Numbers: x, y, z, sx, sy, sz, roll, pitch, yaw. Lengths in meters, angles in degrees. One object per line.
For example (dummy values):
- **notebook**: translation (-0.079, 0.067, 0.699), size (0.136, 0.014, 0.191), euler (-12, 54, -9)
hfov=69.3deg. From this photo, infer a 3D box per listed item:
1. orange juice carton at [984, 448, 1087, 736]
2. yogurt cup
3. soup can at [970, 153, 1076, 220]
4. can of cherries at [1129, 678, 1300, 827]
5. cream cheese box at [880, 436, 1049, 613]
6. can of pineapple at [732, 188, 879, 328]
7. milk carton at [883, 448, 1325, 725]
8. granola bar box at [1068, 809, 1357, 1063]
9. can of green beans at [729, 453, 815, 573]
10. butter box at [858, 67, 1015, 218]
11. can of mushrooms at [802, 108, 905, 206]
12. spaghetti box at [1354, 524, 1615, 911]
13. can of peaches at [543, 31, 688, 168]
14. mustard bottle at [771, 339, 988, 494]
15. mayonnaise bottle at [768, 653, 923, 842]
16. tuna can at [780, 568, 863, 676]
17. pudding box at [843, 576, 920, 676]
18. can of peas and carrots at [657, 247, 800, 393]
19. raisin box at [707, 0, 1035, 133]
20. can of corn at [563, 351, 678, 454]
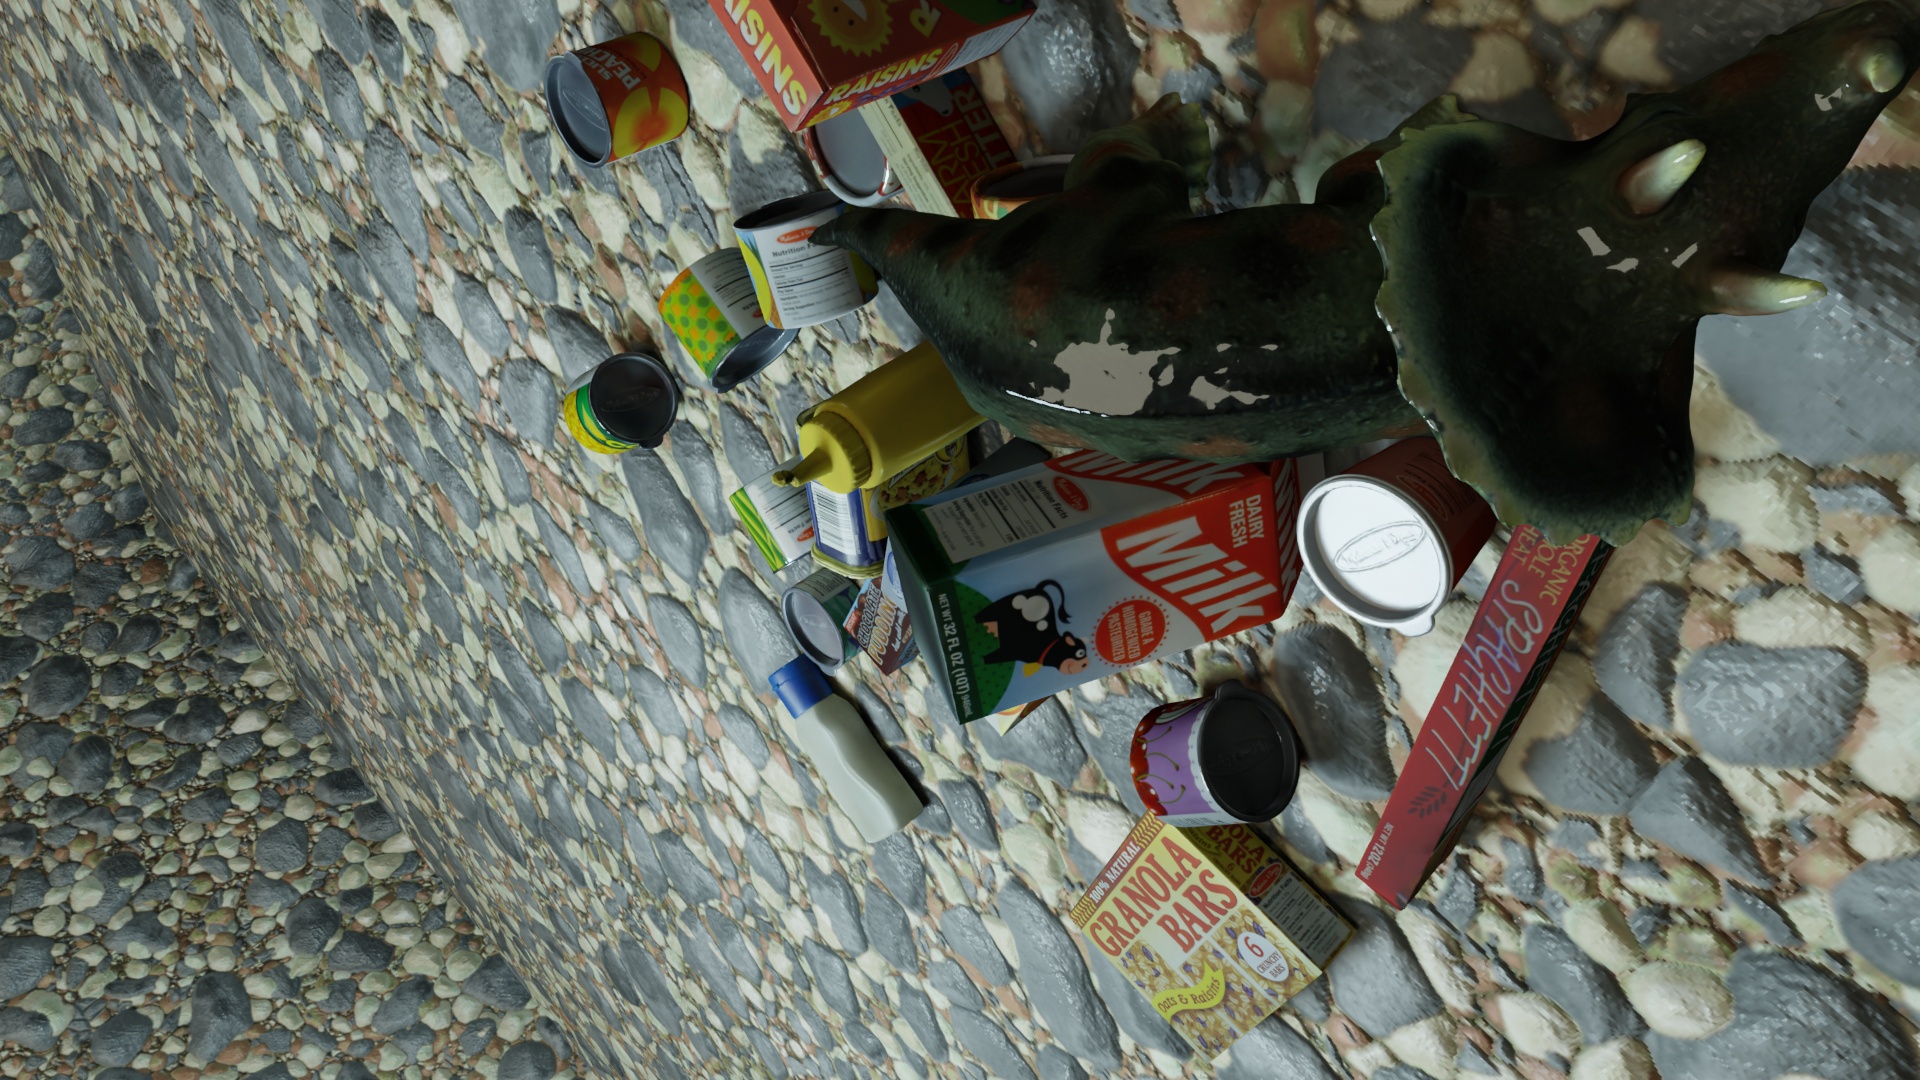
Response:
- **orange juice carton**: translation (0.050, 0.020, 0.726), size (0.073, 0.072, 0.191), euler (47, 146, 13)
- **yogurt cup**: translation (0.178, -0.006, 0.559), size (0.072, 0.054, 0.072), euler (31, 139, 32)
- **soup can**: translation (0.042, -0.121, 0.620), size (0.071, 0.072, 0.083), euler (19, 131, 42)
- **can of cherries**: translation (0.129, 0.109, 0.710), size (0.071, 0.072, 0.058), euler (59, 147, -4)
- **cream cheese box**: translation (0.003, -0.009, 0.733), size (0.024, 0.104, 0.053), euler (38, 143, 20)
- **can of pineapple**: translation (-0.083, -0.154, 0.757), size (0.071, 0.071, 0.057), euler (12, 127, 46)
- **milk carton**: translation (0.072, 0.004, 0.599), size (0.074, 0.191, 0.072), euler (-123, 17, -59)
- **granola bar box**: translation (0.140, 0.223, 0.811), size (0.124, 0.039, 0.164), euler (44, 145, 17)
- **can of green beans**: translation (-0.107, -0.020, 0.896), size (0.058, 0.071, 0.071), euler (59, 146, -3)
- **butter box**: translation (-0.010, -0.187, 0.647), size (0.024, 0.053, 0.103), euler (-23, 99, 53)
- **can of mushrooms**: translation (-0.047, -0.205, 0.696), size (0.071, 0.033, 0.070), euler (33, 140, 32)
- **spaghetti box**: translation (0.218, 0.063, 0.571), size (0.029, 0.050, 0.248), euler (34, 140, 28)
- **can of peaches**: translation (-0.203, -0.263, 0.822), size (0.071, 0.058, 0.070), euler (32, 139, 33)
- **mustard bottle**: translation (-0.030, -0.062, 0.680), size (0.065, 0.161, 0.048), euler (-6, 114, 54)
- **mayonnaise bottle**: translation (-0.089, 0.154, 1.042), size (0.148, 0.041, 0.064), euler (56, 145, 3)
- **tuna can**: translation (-0.091, 0.057, 0.969), size (0.071, 0.033, 0.070), euler (32, 139, 32)
- **pudding box**: translation (-0.042, 0.047, 0.902), size (0.050, 0.030, 0.083), euler (49, 146, 12)
- **can of peas and carrots**: translation (-0.142, -0.134, 0.843), size (0.059, 0.071, 0.070), euler (53, 146, 7)
- **raisin box**: translation (-0.040, -0.232, 0.583), size (0.086, 0.124, 0.040), euler (58, 147, -2)
- **can of corn**: translation (-0.246, -0.096, 1.006), size (0.058, 0.071, 0.071), euler (-10, 109, 55)
